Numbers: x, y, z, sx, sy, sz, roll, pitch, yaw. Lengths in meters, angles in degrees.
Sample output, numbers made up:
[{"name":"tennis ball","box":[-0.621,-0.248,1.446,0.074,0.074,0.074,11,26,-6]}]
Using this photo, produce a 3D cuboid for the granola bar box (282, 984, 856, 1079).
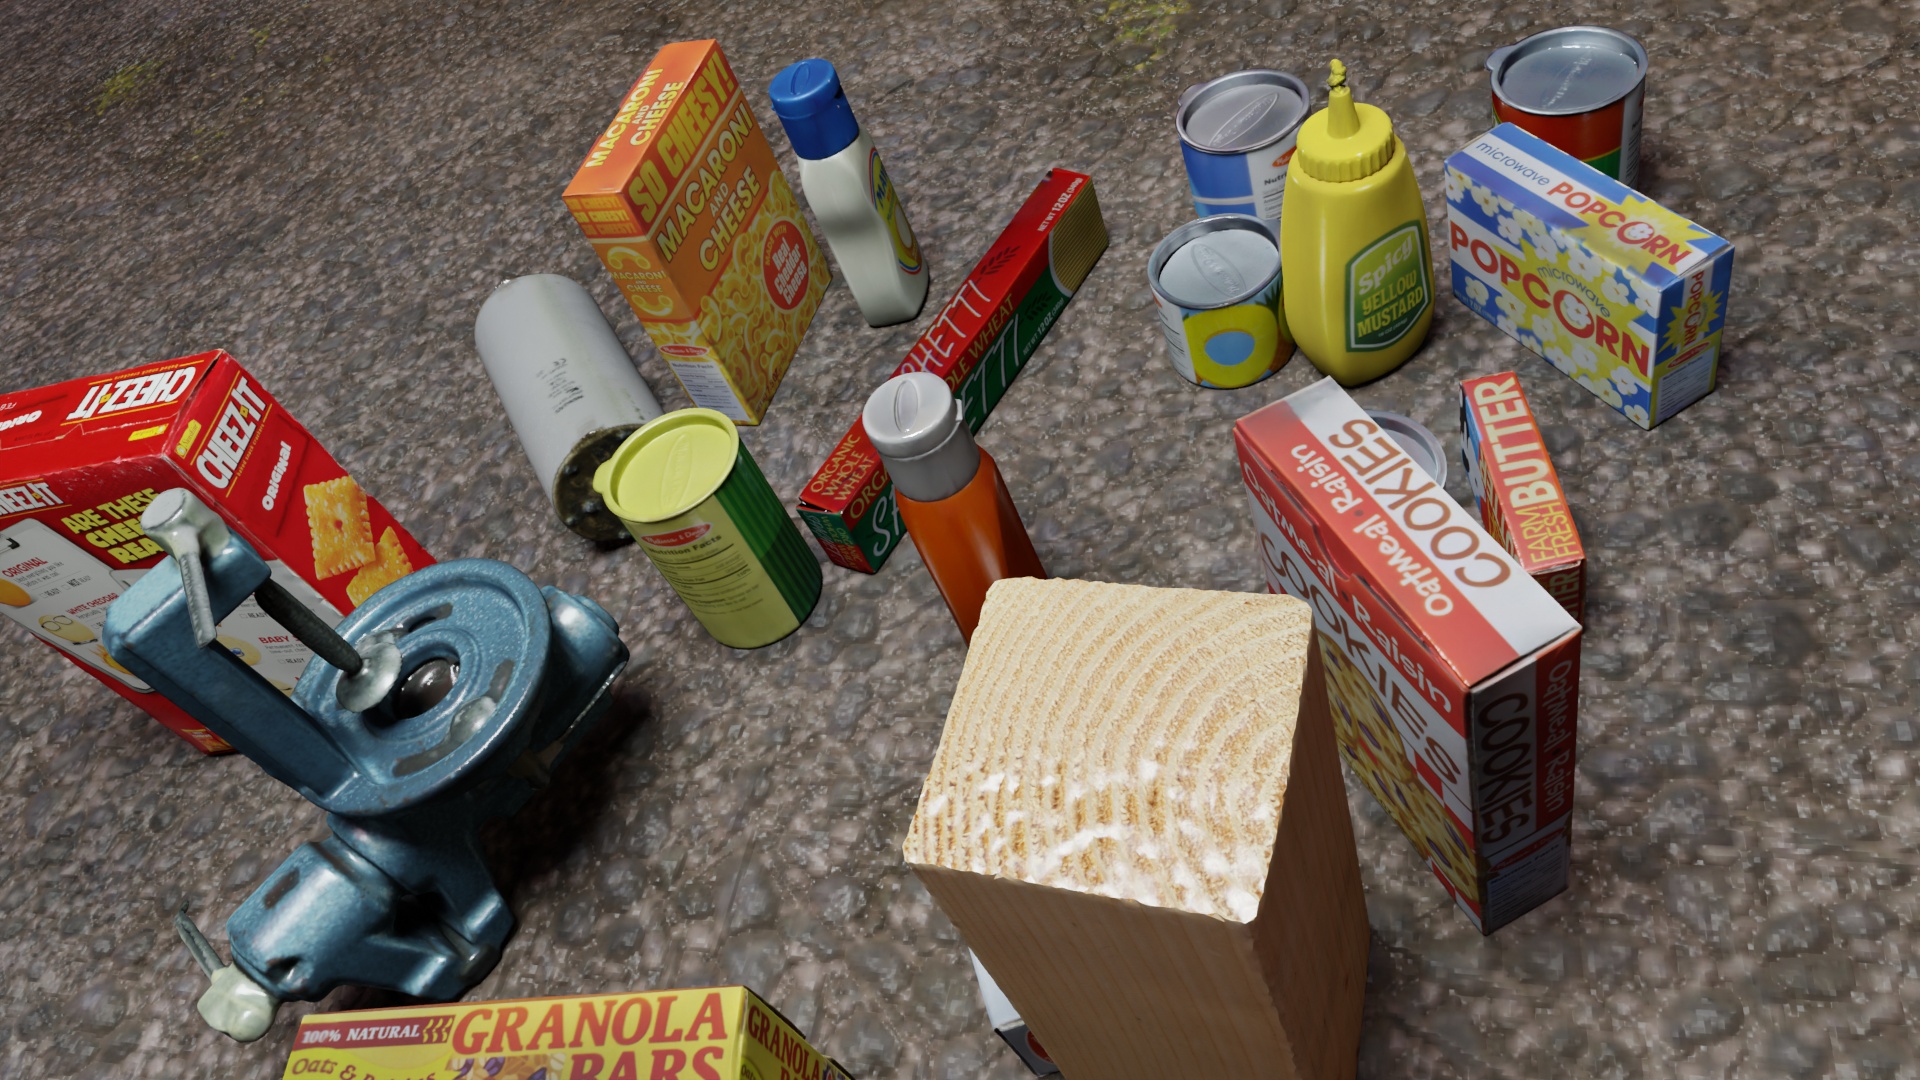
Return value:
[{"name":"granola bar box","box":[-0.125,0.197,0.478,0.165,0.123,0.039,-9,50,15]}]

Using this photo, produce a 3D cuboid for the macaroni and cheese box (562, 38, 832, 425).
[{"name":"macaroni and cheese box","box":[-0.136,-0.162,0.751,0.040,0.165,0.124,3,54,24]}]

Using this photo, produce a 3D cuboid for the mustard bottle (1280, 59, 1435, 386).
[{"name":"mustard bottle","box":[0.173,-0.140,0.615,0.065,0.159,0.049,-33,48,-6]}]

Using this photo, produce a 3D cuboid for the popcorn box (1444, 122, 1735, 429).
[{"name":"popcorn box","box":[0.270,-0.118,0.609,0.038,0.085,0.127,-32,48,-6]}]

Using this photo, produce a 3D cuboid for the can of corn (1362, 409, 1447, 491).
[{"name":"can of corn","box":[0.166,-0.010,0.578,0.071,0.058,0.071,-11,49,13]}]

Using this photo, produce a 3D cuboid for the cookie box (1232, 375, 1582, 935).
[{"name":"cookie box","box":[0.150,0.043,0.468,0.040,0.166,0.123,-29,48,-3]}]

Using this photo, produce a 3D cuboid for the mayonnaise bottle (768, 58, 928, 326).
[{"name":"mayonnaise bottle","box":[-0.059,-0.188,0.754,0.041,0.147,0.065,-9,50,15]}]

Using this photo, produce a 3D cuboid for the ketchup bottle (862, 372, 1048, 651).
[{"name":"ketchup bottle","box":[0.002,-0.007,0.580,0.043,0.148,0.065,-13,49,12]}]

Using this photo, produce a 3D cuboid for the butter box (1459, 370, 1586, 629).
[{"name":"butter box","box":[0.226,-0.014,0.562,0.024,0.053,0.104,-12,49,13]}]

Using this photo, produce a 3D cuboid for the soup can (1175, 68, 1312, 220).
[{"name":"soup can","box":[0.149,-0.189,0.716,0.071,0.083,0.072,-11,49,13]}]

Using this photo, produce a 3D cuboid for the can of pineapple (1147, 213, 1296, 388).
[{"name":"can of pineapple","box":[0.132,-0.117,0.681,0.071,0.057,0.071,-11,49,13]}]

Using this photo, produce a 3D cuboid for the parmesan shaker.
[{"name":"parmesan shaker","box":[-0.117,-0.004,0.655,0.071,0.102,0.072,-11,49,13]}]

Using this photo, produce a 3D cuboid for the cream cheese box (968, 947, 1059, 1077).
[{"name":"cream cheese box","box":[0.017,0.140,0.517,0.024,0.053,0.104,-22,48,3]}]

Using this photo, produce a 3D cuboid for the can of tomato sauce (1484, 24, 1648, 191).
[{"name":"can of tomato sauce","box":[0.287,-0.191,0.664,0.071,0.082,0.071,-11,49,13]}]

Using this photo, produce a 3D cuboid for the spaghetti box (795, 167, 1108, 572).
[{"name":"spaghetti box","box":[0.003,-0.092,0.717,0.029,0.050,0.251,18,60,32]}]
